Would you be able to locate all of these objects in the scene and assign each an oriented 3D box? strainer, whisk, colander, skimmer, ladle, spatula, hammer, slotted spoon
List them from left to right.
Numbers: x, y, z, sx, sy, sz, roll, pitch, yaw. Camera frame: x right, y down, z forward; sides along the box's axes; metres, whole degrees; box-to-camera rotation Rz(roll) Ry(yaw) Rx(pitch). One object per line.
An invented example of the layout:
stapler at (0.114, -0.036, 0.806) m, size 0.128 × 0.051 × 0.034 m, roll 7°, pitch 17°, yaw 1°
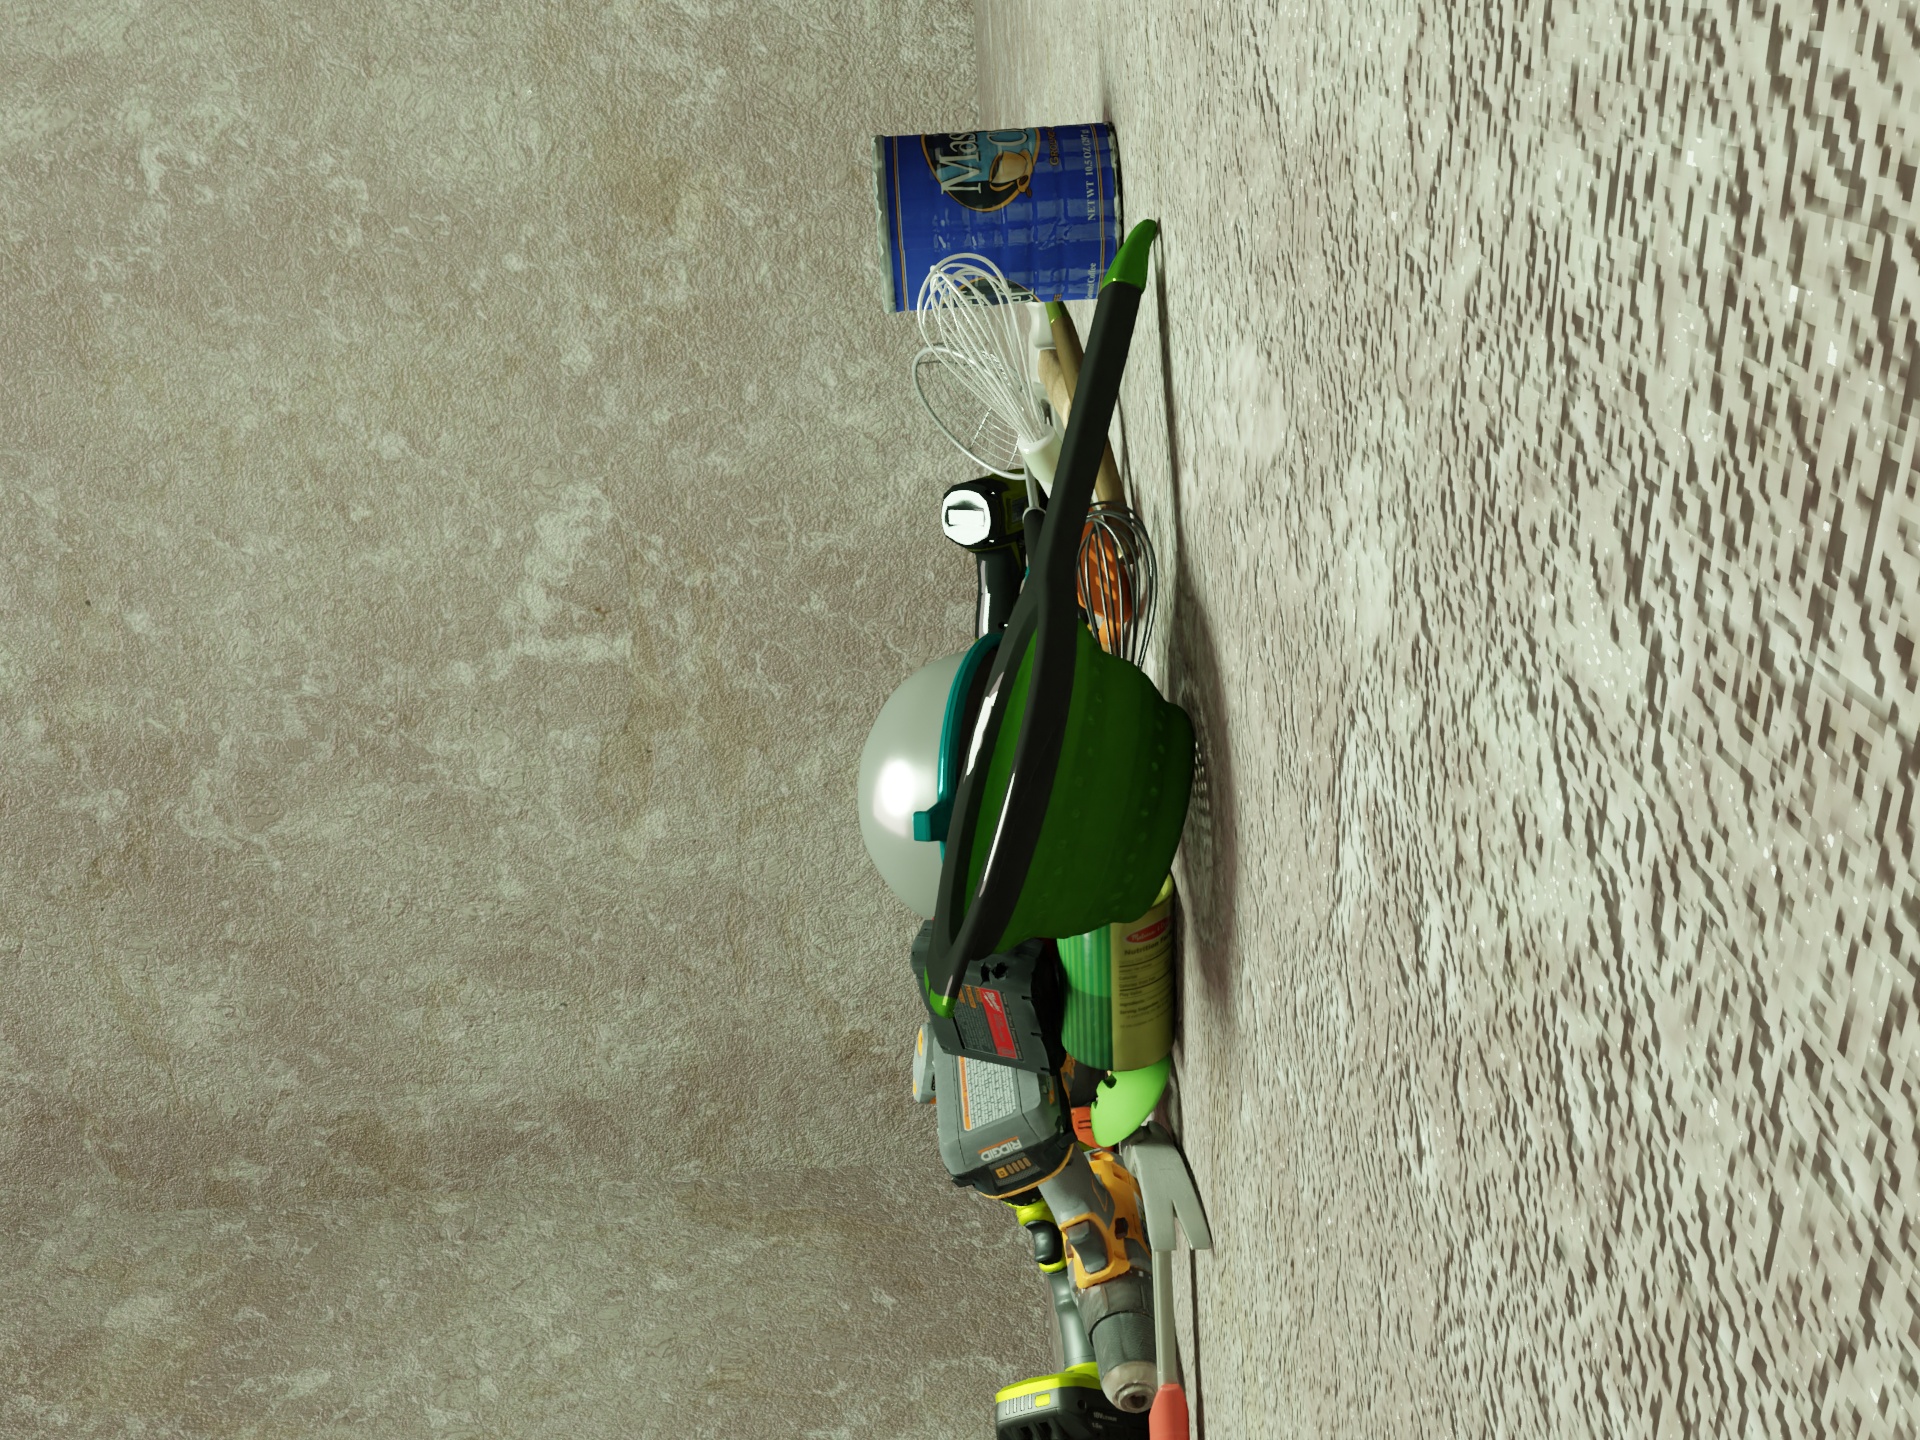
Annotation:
strainer at (-0.002, -0.004, 1.110) m, size 0.210 × 0.095 × 0.341 m, roll 66°, pitch -151°, yaw -49°
skimmer at (0.022, -0.156, 1.105) m, size 0.127 × 0.090 × 0.364 m, roll 55°, pitch -163°, yaw -34°
whisk at (0.042, -0.175, 0.957) m, size 0.058 × 0.059 × 0.246 m, roll 39°, pitch 167°, yaw 49°
hammer at (0.077, -0.257, 1.226) m, size 0.331 × 0.031 × 0.130 m, roll -95°, pitch 2°, yaw -70°
ladle at (0.082, -0.233, 1.004) m, size 0.078 × 0.062 × 0.320 m, roll 88°, pitch 172°, yaw -61°
spatula at (0.088, -0.046, 1.046) m, size 0.322 × 0.041 × 0.081 m, roll 84°, pitch -178°, yaw -68°
colander at (0.075, -0.043, 0.781) m, size 0.204 × 0.094 × 0.397 m, roll -178°, pitch 102°, yaw -85°
slotted spoon at (0.108, 0.239, 1.061) m, size 0.070 × 0.031 × 0.313 m, roll -53°, pitch -9°, yaw -5°
whisk at (0.092, -0.005, 0.888) m, size 0.055 × 0.055 × 0.238 m, roll -94°, pitch -4°, yaw -69°
hammer at (0.122, 0.425, 0.912) m, size 0.149 × 0.036 × 0.359 m, roll -95°, pitch 2°, yaw -82°

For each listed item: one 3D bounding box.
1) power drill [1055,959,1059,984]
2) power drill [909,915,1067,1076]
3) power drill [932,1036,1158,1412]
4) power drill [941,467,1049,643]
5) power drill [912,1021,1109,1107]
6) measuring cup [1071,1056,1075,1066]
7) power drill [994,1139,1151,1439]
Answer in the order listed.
power drill at (0.081, 0.192, 1.376) m, size 0.227 × 0.080 × 0.187 m, roll -89°, pitch 8°, yaw -60°
power drill at (0.049, 0.093, 0.982) m, size 0.143 × 0.078 × 0.220 m, roll 76°, pitch -150°, yaw -44°
power drill at (0.067, 0.312, 1.017) m, size 0.226 × 0.084 × 0.186 m, roll 59°, pitch -168°, yaw -29°
power drill at (0.049, -0.117, 1.457) m, size 0.171 × 0.080 × 0.223 m, roll -28°, pitch -60°, yaw -57°
power drill at (0.057, 0.194, 1.218) m, size 0.084 × 0.164 × 0.226 m, roll -107°, pitch 24°, yaw -75°
measuring cup at (0.098, 0.187, 1.130) m, size 0.095 × 0.052 × 0.173 m, roll -94°, pitch -1°, yaw -51°
power drill at (0.066, 0.403, 1.145) m, size 0.190 × 0.080 × 0.229 m, roll 36°, pitch -142°, yaw -45°
